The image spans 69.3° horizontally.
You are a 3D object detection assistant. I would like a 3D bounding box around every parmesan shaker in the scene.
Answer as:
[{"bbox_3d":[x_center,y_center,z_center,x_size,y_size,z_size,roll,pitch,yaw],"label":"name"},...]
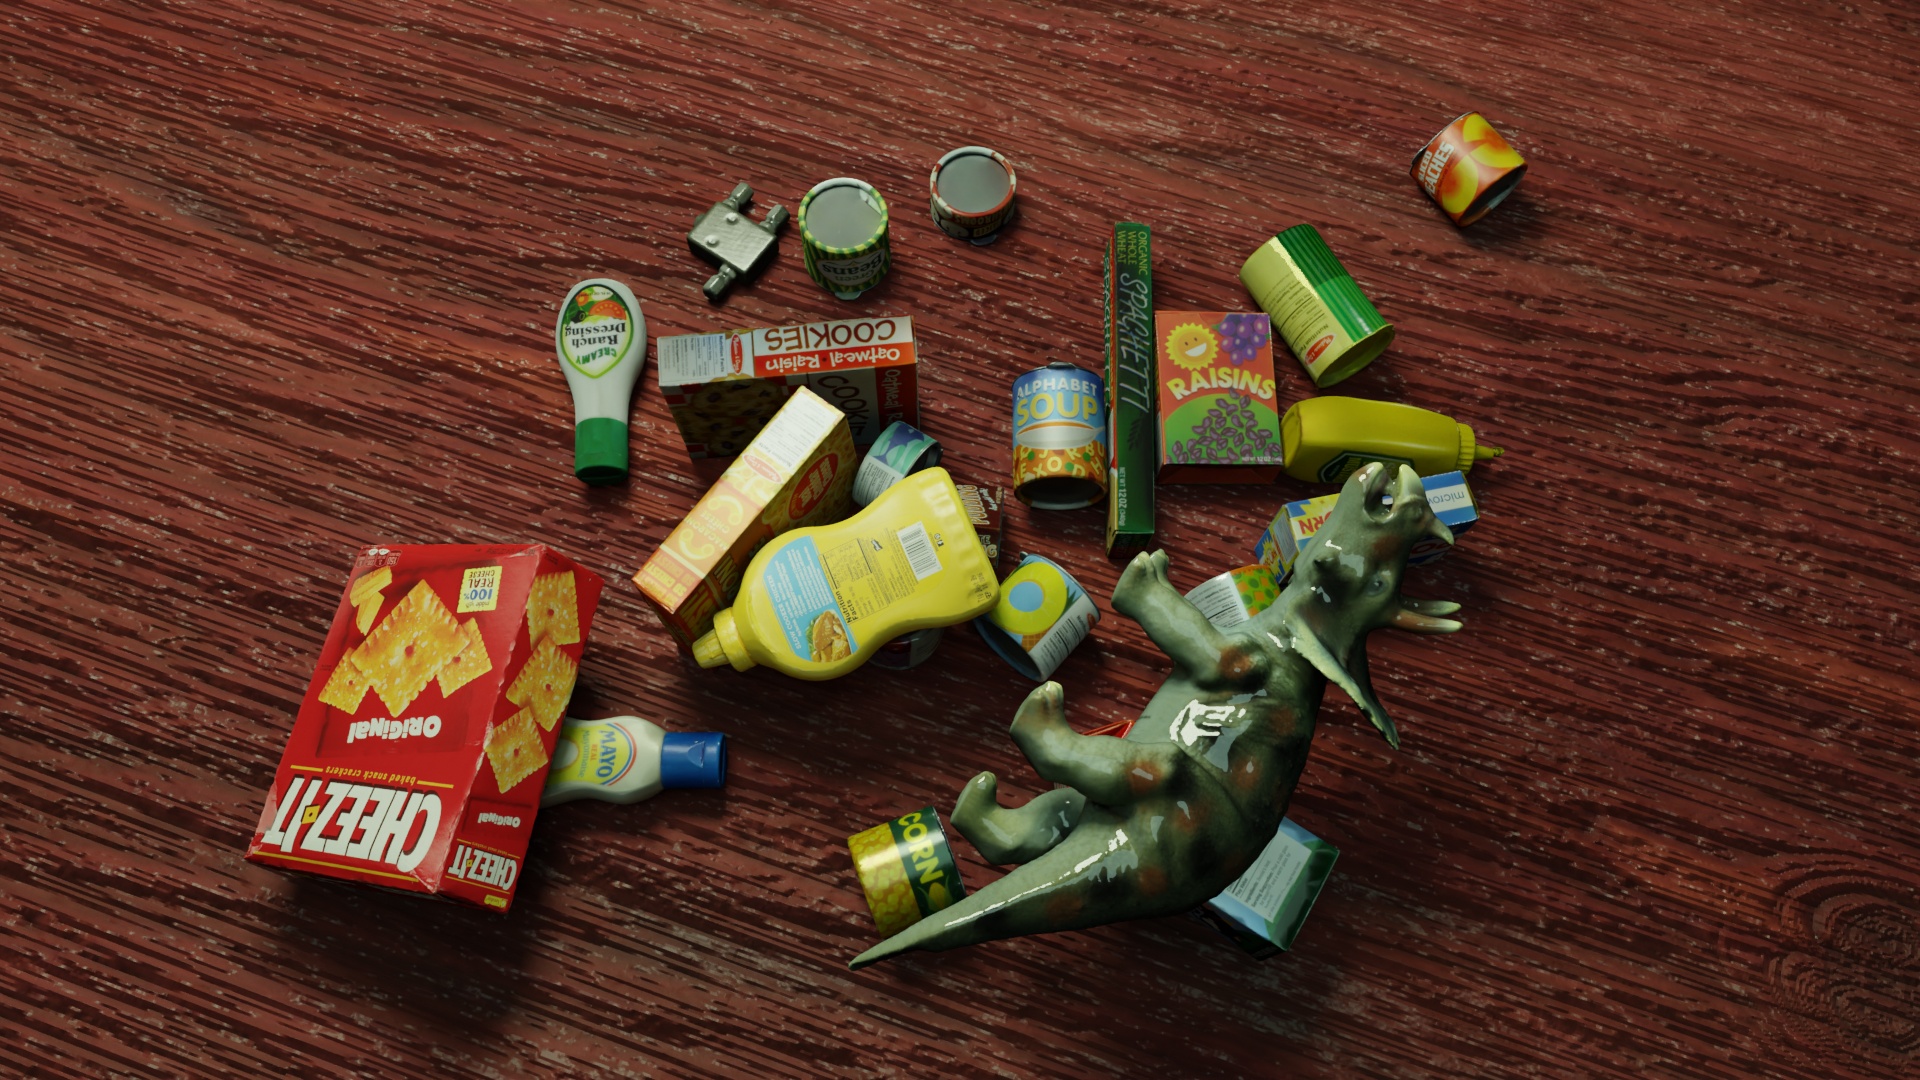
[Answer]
[{"bbox_3d":[0.261,-0.173,1.013,0.071,0.071,0.103,-27,72,-11],"label":"parmesan shaker"}]

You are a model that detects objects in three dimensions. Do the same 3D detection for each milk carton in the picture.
[{"bbox_3d":[0.130,0.178,0.875,0.191,0.072,0.074,32,71,10],"label":"milk carton"}]

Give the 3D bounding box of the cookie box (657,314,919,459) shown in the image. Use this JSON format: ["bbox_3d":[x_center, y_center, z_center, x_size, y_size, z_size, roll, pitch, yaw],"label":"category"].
[{"bbox_3d":[-0.112,-0.104,0.951,0.167,0.122,0.040,-5,70,-3],"label":"cookie box"}]

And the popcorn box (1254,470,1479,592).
[{"bbox_3d":[0.273,-0.004,0.941,0.127,0.085,0.038,-11,71,-5],"label":"popcorn box"}]

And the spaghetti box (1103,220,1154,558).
[{"bbox_3d":[0.120,-0.112,0.998,0.029,0.050,0.251,3,69,-2],"label":"spaghetti box"}]

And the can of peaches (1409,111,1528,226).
[{"bbox_3d":[0.386,-0.282,1.060,0.071,0.071,0.058,-33,74,-13],"label":"can of peaches"}]

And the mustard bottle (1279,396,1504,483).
[{"bbox_3d":[0.308,-0.067,0.978,0.160,0.065,0.049,4,65,-4],"label":"mustard bottle"}]

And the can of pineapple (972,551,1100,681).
[{"bbox_3d":[0.049,0.051,0.926,0.071,0.070,0.058,40,74,13],"label":"can of pineapple"}]

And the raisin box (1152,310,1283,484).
[{"bbox_3d":[0.182,-0.103,1.002,0.086,0.040,0.124,0,68,0],"label":"raisin box"}]

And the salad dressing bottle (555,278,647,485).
[{"bbox_3d":[-0.256,-0.113,0.994,0.064,0.044,0.148,-5,69,-2],"label":"salad dressing bottle"}]

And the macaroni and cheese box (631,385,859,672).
[{"bbox_3d":[-0.134,-0.005,0.912,0.040,0.123,0.167,34,72,15],"label":"macaroni and cheese box"}]

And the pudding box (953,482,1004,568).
[{"bbox_3d":[0.003,-0.012,0.942,0.050,0.084,0.030,5,112,2],"label":"pudding box"}]

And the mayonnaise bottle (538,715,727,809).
[{"bbox_3d":[-0.227,0.141,0.897,0.148,0.041,0.065,0,67,-1],"label":"mayonnaise bottle"}]

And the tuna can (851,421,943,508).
[{"bbox_3d":[-0.043,-0.049,0.963,0.033,0.071,0.071,31,72,11],"label":"tuna can"}]

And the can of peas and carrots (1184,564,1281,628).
[{"bbox_3d":[0.189,0.056,0.928,0.071,0.070,0.059,-18,70,-8],"label":"can of peas and carrots"}]

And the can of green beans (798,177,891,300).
[{"bbox_3d":[-0.085,-0.226,1.033,0.071,0.057,0.071,0,69,-1],"label":"can of green beans"}]

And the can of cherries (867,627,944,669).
[{"bbox_3d":[-0.046,0.046,0.929,0.071,0.058,0.072,1,69,-1],"label":"can of cherries"}]

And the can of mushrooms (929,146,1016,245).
[{"bbox_3d":[0.010,-0.264,1.063,0.071,0.033,0.071,1,68,-2],"label":"can of mushrooms"}]

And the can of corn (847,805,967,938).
[{"bbox_3d":[-0.033,0.204,0.862,0.058,0.071,0.071,-19,71,-7],"label":"can of corn"}]

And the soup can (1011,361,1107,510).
[{"bbox_3d":[0.069,-0.072,0.970,0.071,0.071,0.084,0,69,-1],"label":"soup can"}]
